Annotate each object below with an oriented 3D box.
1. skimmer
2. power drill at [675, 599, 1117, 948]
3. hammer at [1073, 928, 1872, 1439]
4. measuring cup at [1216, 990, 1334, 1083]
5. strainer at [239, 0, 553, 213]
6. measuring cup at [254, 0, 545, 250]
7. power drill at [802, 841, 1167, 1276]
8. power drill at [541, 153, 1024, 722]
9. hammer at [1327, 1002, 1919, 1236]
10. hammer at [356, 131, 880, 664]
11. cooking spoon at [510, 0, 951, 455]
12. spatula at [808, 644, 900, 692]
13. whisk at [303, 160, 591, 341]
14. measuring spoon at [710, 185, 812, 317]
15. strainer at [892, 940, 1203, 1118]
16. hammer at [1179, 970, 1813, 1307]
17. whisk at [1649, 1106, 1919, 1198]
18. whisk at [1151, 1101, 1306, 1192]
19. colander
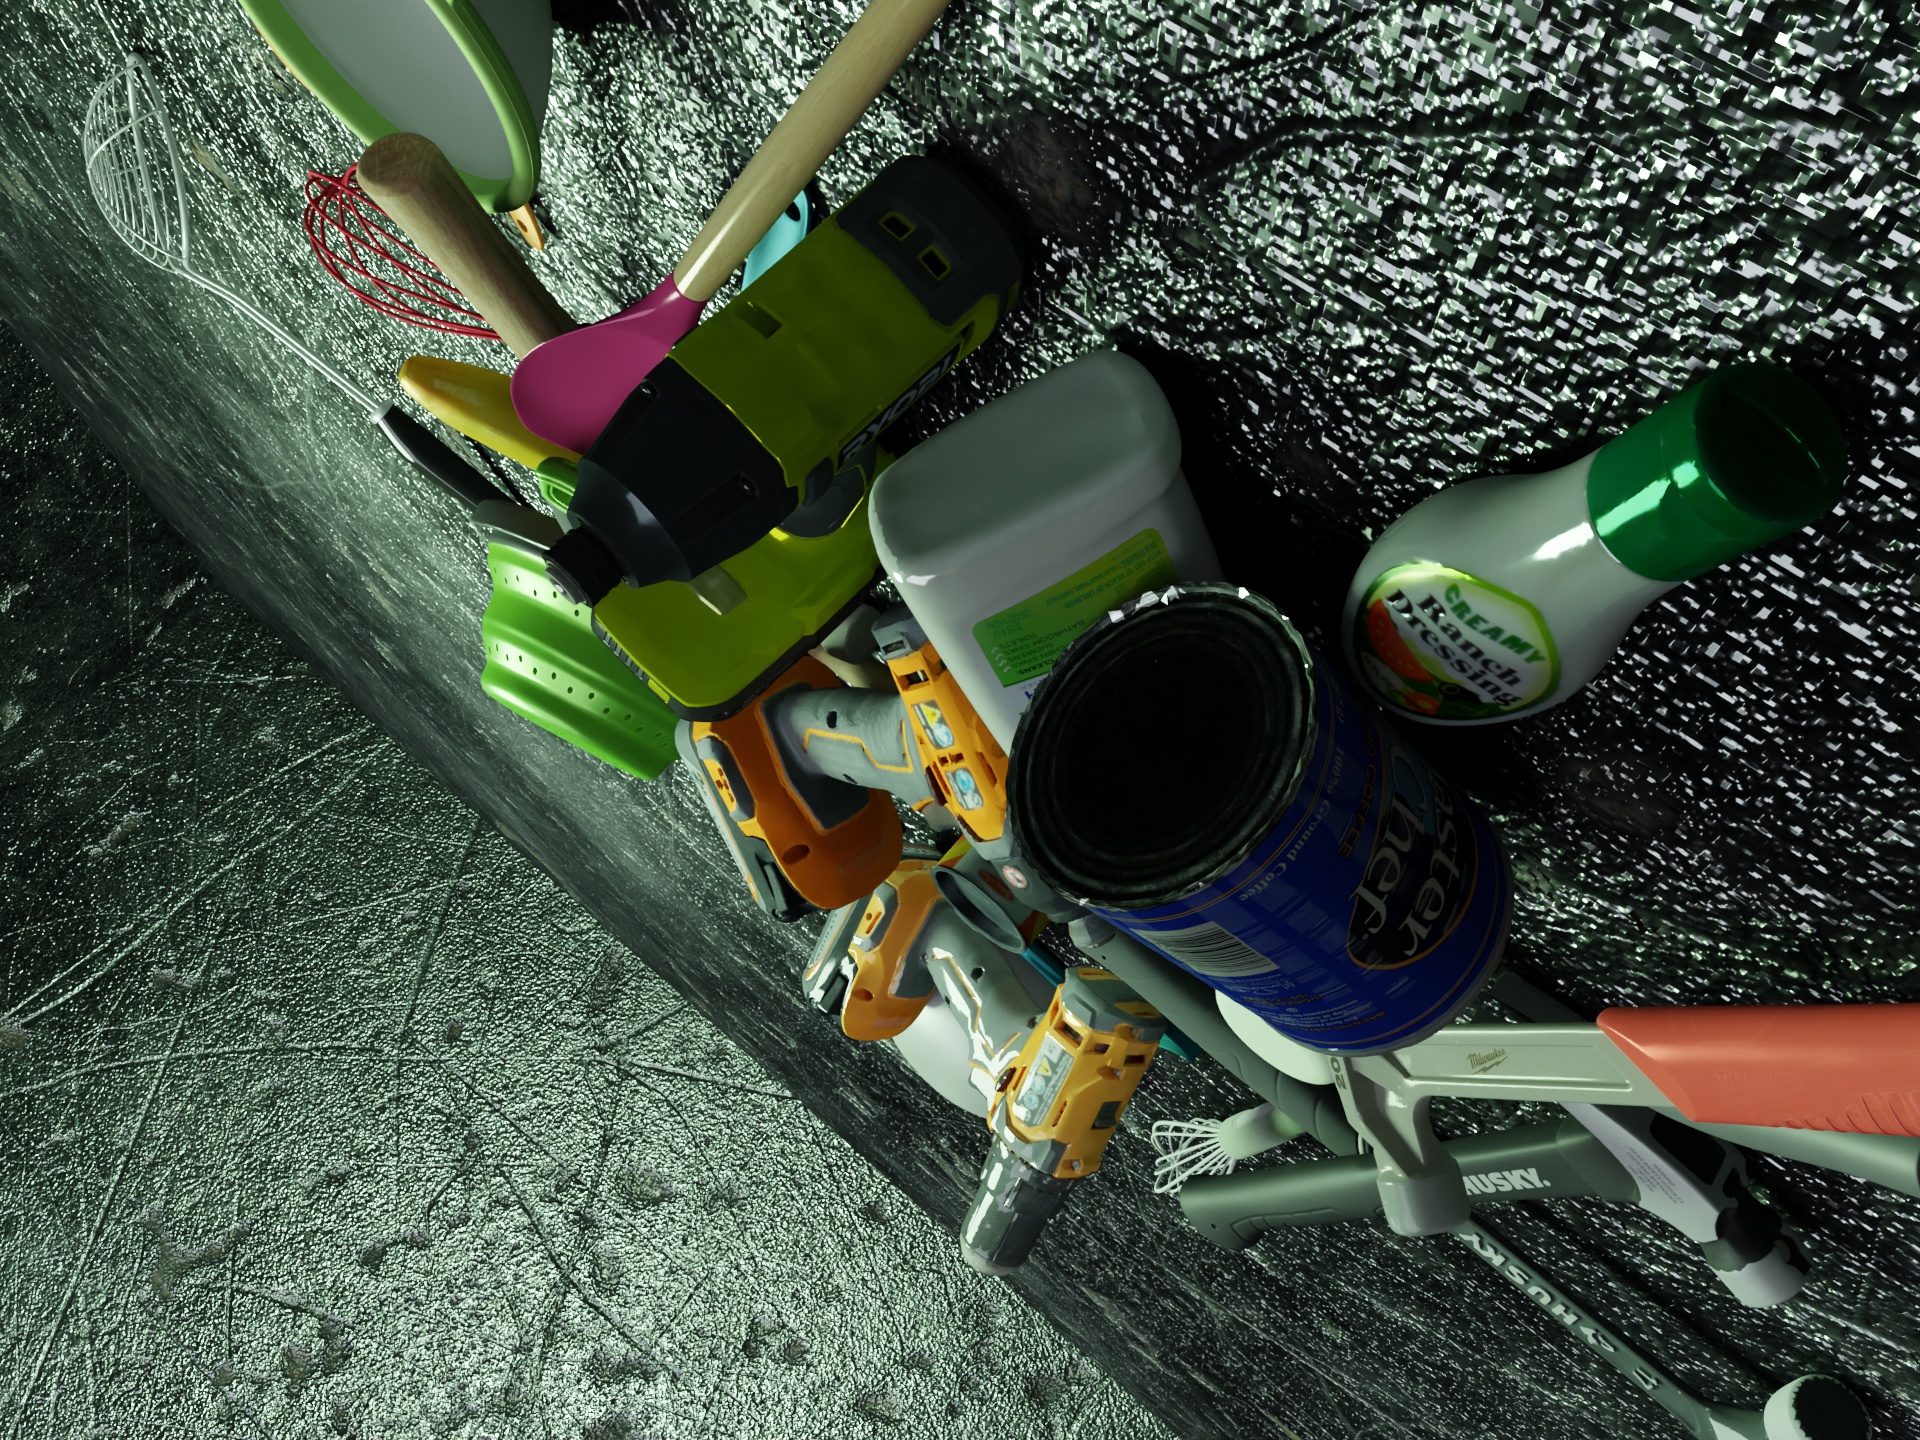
[{"bbox_3d":[-0.412,-0.266,1.043,0.363,0.090,0.127,41,160,-25],"label":"skimmer"},{"bbox_3d":[-0.025,0.032,0.713,0.226,0.084,0.164,-15,103,53],"label":"power drill"},{"bbox_3d":[0.218,0.225,0.784,0.409,0.036,0.149,38,148,22],"label":"hammer"},{"bbox_3d":[0.122,0.106,0.742,0.167,0.038,0.083,43,161,-3],"label":"measuring cup"},{"bbox_3d":[-0.185,-0.237,0.603,0.151,0.069,0.256,32,163,17],"label":"strainer"},{"bbox_3d":[-0.237,-0.261,0.669,0.095,0.052,0.173,25,152,42],"label":"measuring cup"},{"bbox_3d":[0.001,0.195,0.944,0.084,0.185,0.226,11,-163,-47],"label":"power drill"},{"bbox_3d":[-0.071,-0.079,0.551,0.080,0.171,0.223,44,164,1],"label":"power drill"},{"bbox_3d":[0.230,0.091,0.463,0.359,0.036,0.149,-22,82,62],"label":"hammer"},{"bbox_3d":[-0.146,-0.125,0.686,0.130,0.031,0.331,22,164,27],"label":"hammer"},{"bbox_3d":[-0.075,-0.154,0.511,0.068,0.017,0.319,21,154,-26],"label":"cooking spoon"},{"bbox_3d":[-0.001,-0.002,0.779,0.318,0.044,0.082,33,146,43],"label":"spatula"},{"bbox_3d":[-0.194,-0.185,0.744,0.296,0.073,0.073,32,158,13],"label":"whisk"},{"bbox_3d":[-0.069,-0.165,0.604,0.042,0.021,0.128,44,151,2],"label":"measuring spoon"},{"bbox_3d":[0.037,0.209,1.037,0.211,0.095,0.340,49,161,-16],"label":"strainer"},{"bbox_3d":[0.194,0.203,0.716,0.146,0.035,0.334,47,149,-2],"label":"hammer"},{"bbox_3d":[0.286,0.126,0.463,0.055,0.055,0.239,50,164,-16],"label":"whisk"},{"bbox_3d":[0.163,0.250,0.953,0.059,0.058,0.246,49,157,11],"label":"whisk"},{"bbox_3d":[-0.187,-0.040,0.801,0.204,0.094,0.397,29,171,-2],"label":"colander"}]
